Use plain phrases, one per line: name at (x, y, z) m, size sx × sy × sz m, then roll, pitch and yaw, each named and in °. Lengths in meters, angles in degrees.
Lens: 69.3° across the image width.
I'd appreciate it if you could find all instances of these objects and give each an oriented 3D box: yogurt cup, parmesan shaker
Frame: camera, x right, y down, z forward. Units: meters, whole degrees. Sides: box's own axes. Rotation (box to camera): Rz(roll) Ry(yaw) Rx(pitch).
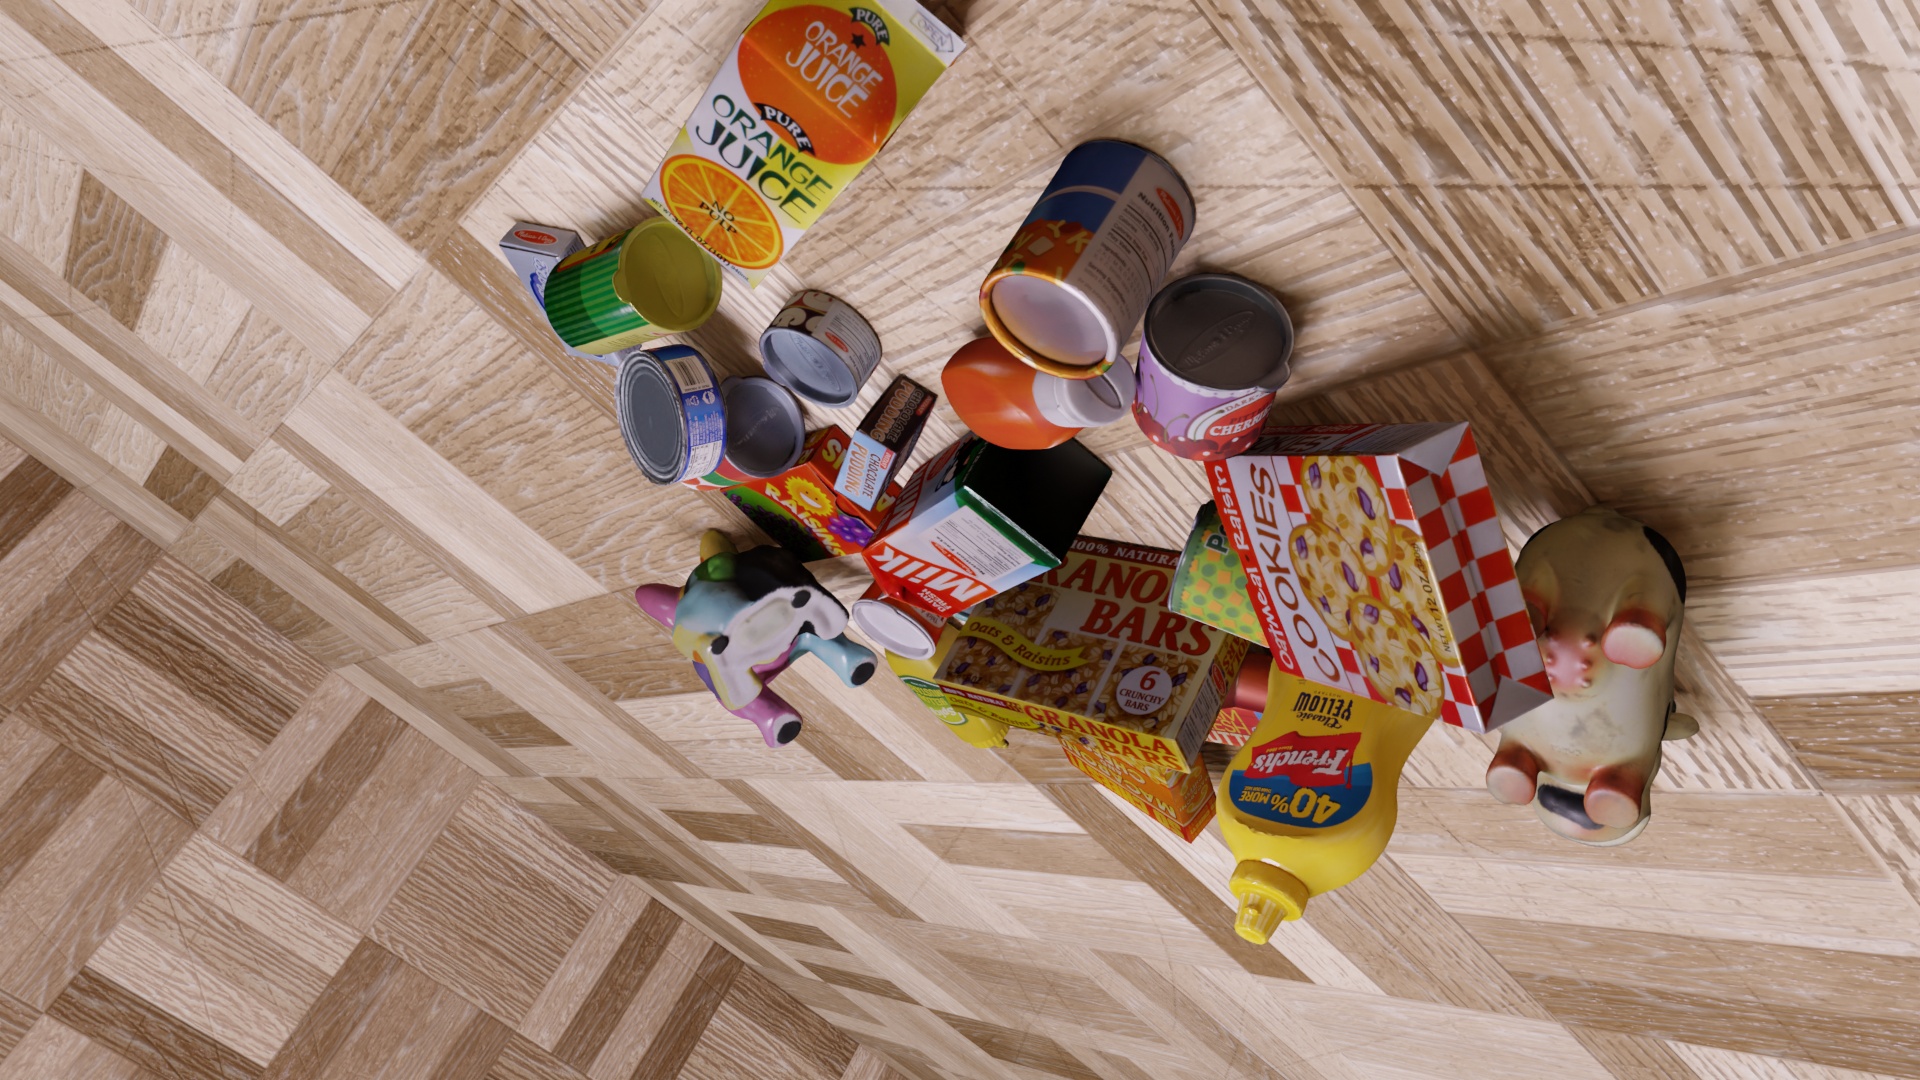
yogurt cup at (-0.037, 0.046, 1.007) m, size 0.072 × 0.054 × 0.072 m, roll 24°, pitch 152°, yaw 14°
parmesan shaker at (-0.200, -0.149, 0.828) m, size 0.103 × 0.071 × 0.071 m, roll -3°, pitch 137°, yaw 49°

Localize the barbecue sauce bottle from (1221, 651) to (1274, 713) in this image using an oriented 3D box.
barbecue sauce bottle at (0.141, 0.079, 0.877) m, size 0.148 × 0.065 × 0.043 m, roll 12°, pitch 150°, yaw 17°

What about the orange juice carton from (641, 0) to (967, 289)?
orange juice carton at (-0.069, -0.193, 0.619) m, size 0.072 × 0.073 × 0.192 m, roll 39°, pitch 151°, yaw -14°

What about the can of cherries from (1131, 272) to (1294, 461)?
can of cherries at (0.114, -0.076, 0.632) m, size 0.071 × 0.072 × 0.058 m, roll 25°, pitch 152°, yaw 13°

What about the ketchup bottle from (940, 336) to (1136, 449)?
ketchup bottle at (0.039, -0.074, 0.691) m, size 0.064 × 0.043 × 0.149 m, roll 45°, pitch 170°, yaw -16°

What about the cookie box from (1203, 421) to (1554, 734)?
cookie box at (0.180, 0.010, 0.629) m, size 0.122 × 0.040 × 0.167 m, roll 69°, pitch 166°, yaw -10°

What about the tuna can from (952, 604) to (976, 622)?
tuna can at (0.005, 0.026, 0.954) m, size 0.071 × 0.033 × 0.070 m, roll 24°, pitch 152°, yaw 14°

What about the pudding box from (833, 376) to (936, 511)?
pudding box at (-0.047, -0.059, 0.848) m, size 0.030 × 0.050 × 0.083 m, roll 33°, pitch 152°, yaw 0°

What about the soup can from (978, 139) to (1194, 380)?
soup can at (0.053, -0.121, 0.604) m, size 0.071 × 0.084 × 0.071 m, roll 24°, pitch 152°, yaw 14°

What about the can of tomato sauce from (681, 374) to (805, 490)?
can of tomato sauce at (-0.154, -0.070, 0.918) m, size 0.071 × 0.071 × 0.083 m, roll 45°, pitch 150°, yaw -25°

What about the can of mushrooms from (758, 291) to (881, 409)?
can of mushrooms at (-0.083, -0.111, 0.815) m, size 0.071 × 0.033 × 0.070 m, roll 24°, pitch 152°, yaw 14°

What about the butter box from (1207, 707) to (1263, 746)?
butter box at (0.193, 0.115, 0.921) m, size 0.103 × 0.024 × 0.053 m, roll 3°, pitch 141°, yaw 43°

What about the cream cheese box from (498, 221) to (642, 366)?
cream cheese box at (-0.256, -0.161, 0.918) m, size 0.053 × 0.024 × 0.103 m, roll 16°, pitch 149°, yaw 28°

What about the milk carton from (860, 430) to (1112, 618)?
milk carton at (0.003, -0.011, 0.853) m, size 0.073 × 0.073 × 0.190 m, roll 38°, pitch 151°, yaw -13°

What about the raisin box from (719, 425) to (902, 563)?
raisin box at (-0.100, -0.029, 0.962) m, size 0.086 × 0.040 × 0.123 m, roll 45°, pitch 149°, yaw -24°

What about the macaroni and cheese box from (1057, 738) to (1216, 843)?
macaroni and cheese box at (0.113, 0.133, 0.987) m, size 0.124 × 0.040 × 0.165 m, roll 30°, pitch 158°, yaw 38°

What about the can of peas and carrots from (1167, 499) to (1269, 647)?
can of peas and carrots at (0.152, 0.016, 0.753) m, size 0.059 × 0.071 × 0.070 m, roll 21°, pitch 151°, yaw 18°

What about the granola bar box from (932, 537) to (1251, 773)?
granola bar box at (0.084, 0.061, 0.831) m, size 0.165 × 0.125 × 0.039 m, roll 10°, pitch 146°, yaw 35°

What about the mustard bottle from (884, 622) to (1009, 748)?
mustard bottle at (0.002, 0.123, 1.100) m, size 0.065 × 0.049 × 0.159 m, roll 6°, pitch 143°, yaw 43°
